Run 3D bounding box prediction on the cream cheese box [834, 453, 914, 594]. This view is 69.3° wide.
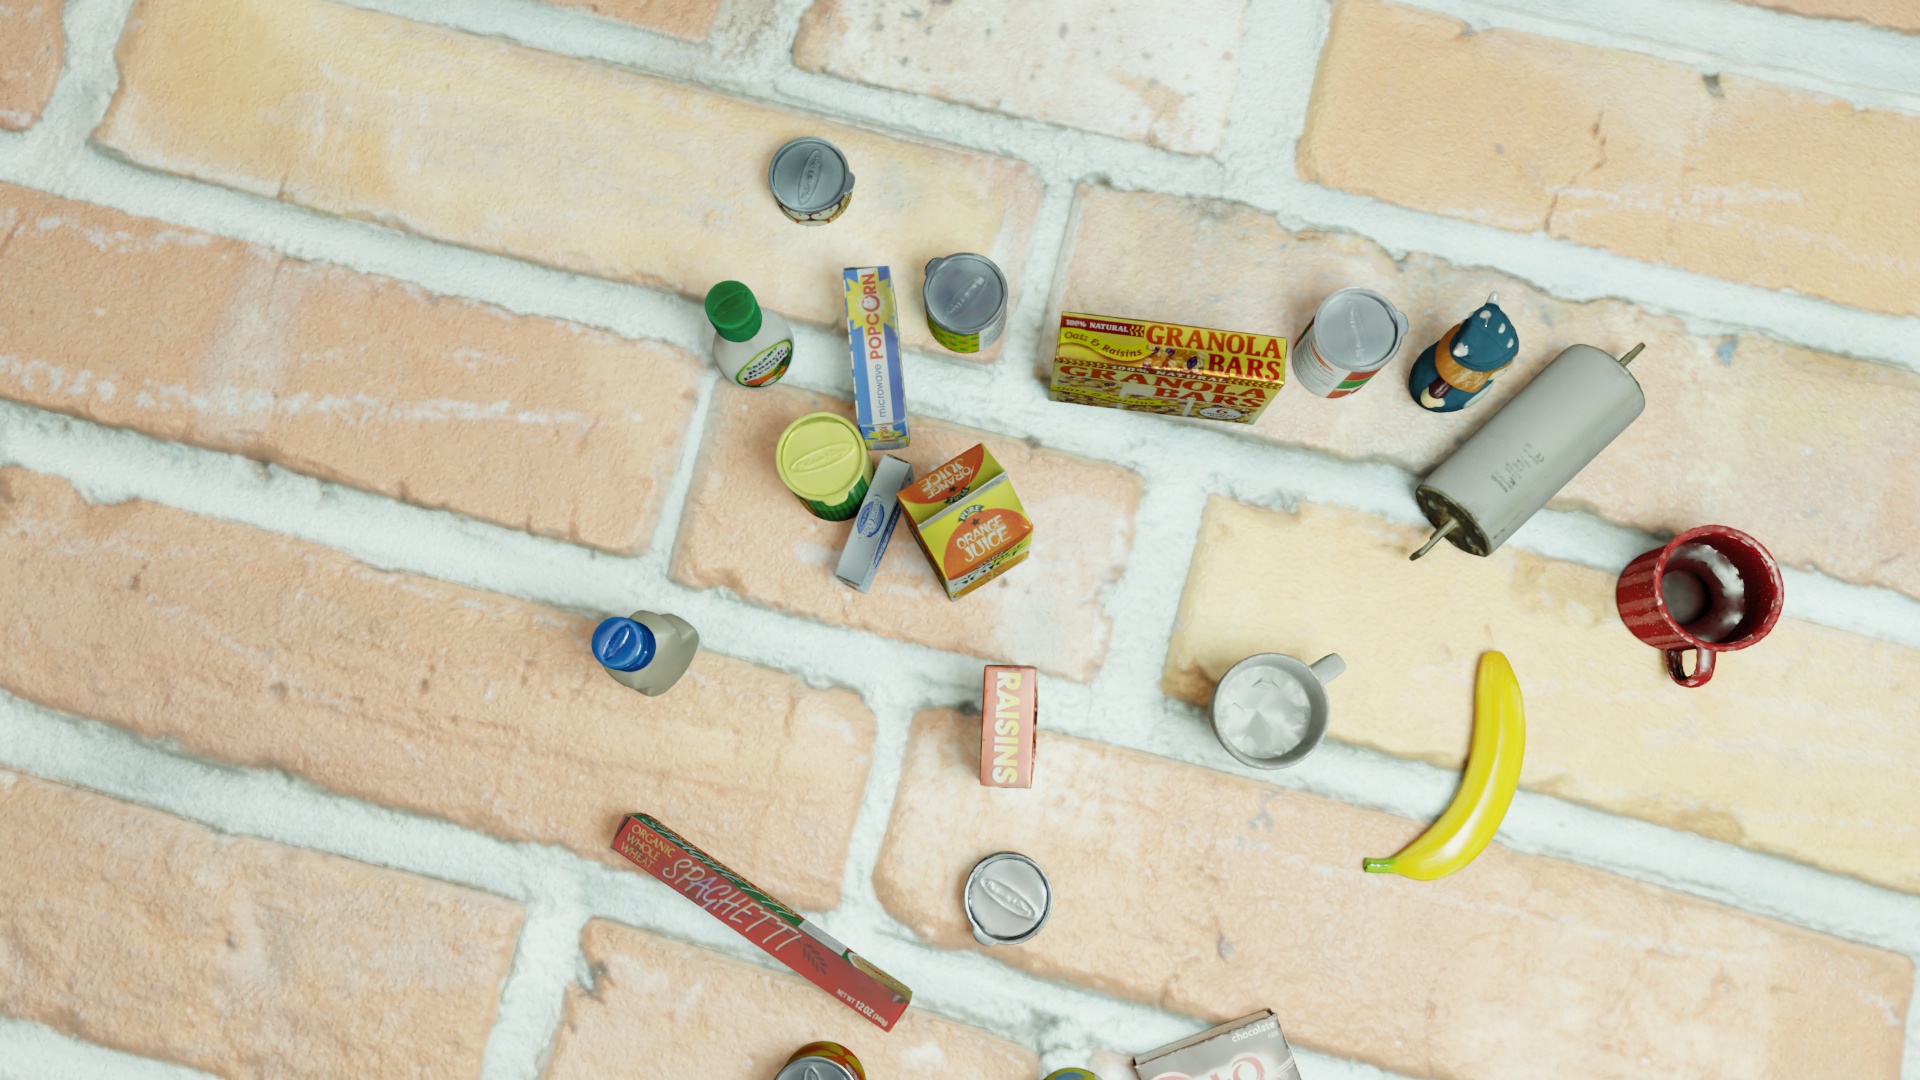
[{"bbox_3d":[-0.066,-0.012,1.076,0.024,0.053,0.104,21,82,5],"label":"cream cheese box"}]

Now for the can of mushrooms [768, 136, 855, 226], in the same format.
[{"bbox_3d":[-0.119,-0.292,1.134,0.071,0.033,0.071,0,81,1],"label":"can of mushrooms"}]

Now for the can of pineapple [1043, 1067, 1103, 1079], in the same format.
[{"bbox_3d":[0.081,0.419,0.998,0.071,0.058,0.071,0,81,1],"label":"can of pineapple"}]

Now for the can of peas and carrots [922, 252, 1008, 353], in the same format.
[{"bbox_3d":[0.002,-0.189,1.102,0.071,0.058,0.071,0,81,1],"label":"can of peas and carrots"}]

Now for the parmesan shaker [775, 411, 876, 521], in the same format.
[{"bbox_3d":[-0.099,-0.051,1.058,0.071,0.103,0.071,0,81,1],"label":"parmesan shaker"}]

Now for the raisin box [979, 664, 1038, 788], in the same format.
[{"bbox_3d":[0.035,0.137,1.013,0.040,0.123,0.086,3,81,2],"label":"raisin box"}]

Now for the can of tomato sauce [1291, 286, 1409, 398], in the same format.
[{"bbox_3d":[0.300,-0.152,1.077,0.071,0.083,0.071,0,81,1],"label":"can of tomato sauce"}]

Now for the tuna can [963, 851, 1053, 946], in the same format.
[{"bbox_3d":[0.034,0.268,1.037,0.071,0.033,0.071,0,80,1],"label":"tuna can"}]

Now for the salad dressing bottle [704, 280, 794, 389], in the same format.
[{"bbox_3d":[-0.163,-0.156,1.055,0.064,0.147,0.044,-36,82,-4],"label":"salad dressing bottle"}]

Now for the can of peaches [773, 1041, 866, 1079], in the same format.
[{"bbox_3d":[-0.100,0.401,1.004,0.071,0.058,0.071,0,81,1],"label":"can of peaches"}]

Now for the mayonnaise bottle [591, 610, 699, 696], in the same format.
[{"bbox_3d":[-0.232,0.080,1.016,0.041,0.148,0.065,32,83,6],"label":"mayonnaise bottle"}]

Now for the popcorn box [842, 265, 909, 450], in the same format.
[{"bbox_3d":[-0.065,-0.140,1.081,0.038,0.085,0.127,-6,81,0],"label":"popcorn box"}]

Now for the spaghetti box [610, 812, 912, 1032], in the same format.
[{"bbox_3d":[-0.148,0.280,1.030,0.250,0.050,0.029,32,83,6],"label":"spaghetti box"}]

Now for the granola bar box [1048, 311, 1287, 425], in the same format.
[{"bbox_3d":[0.153,-0.130,1.056,0.166,0.124,0.039,7,81,2],"label":"granola bar box"}]

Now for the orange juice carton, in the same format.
[{"bbox_3d":[0.004,-0.013,1.004,0.072,0.192,0.073,-31,82,-3],"label":"orange juice carton"}]
